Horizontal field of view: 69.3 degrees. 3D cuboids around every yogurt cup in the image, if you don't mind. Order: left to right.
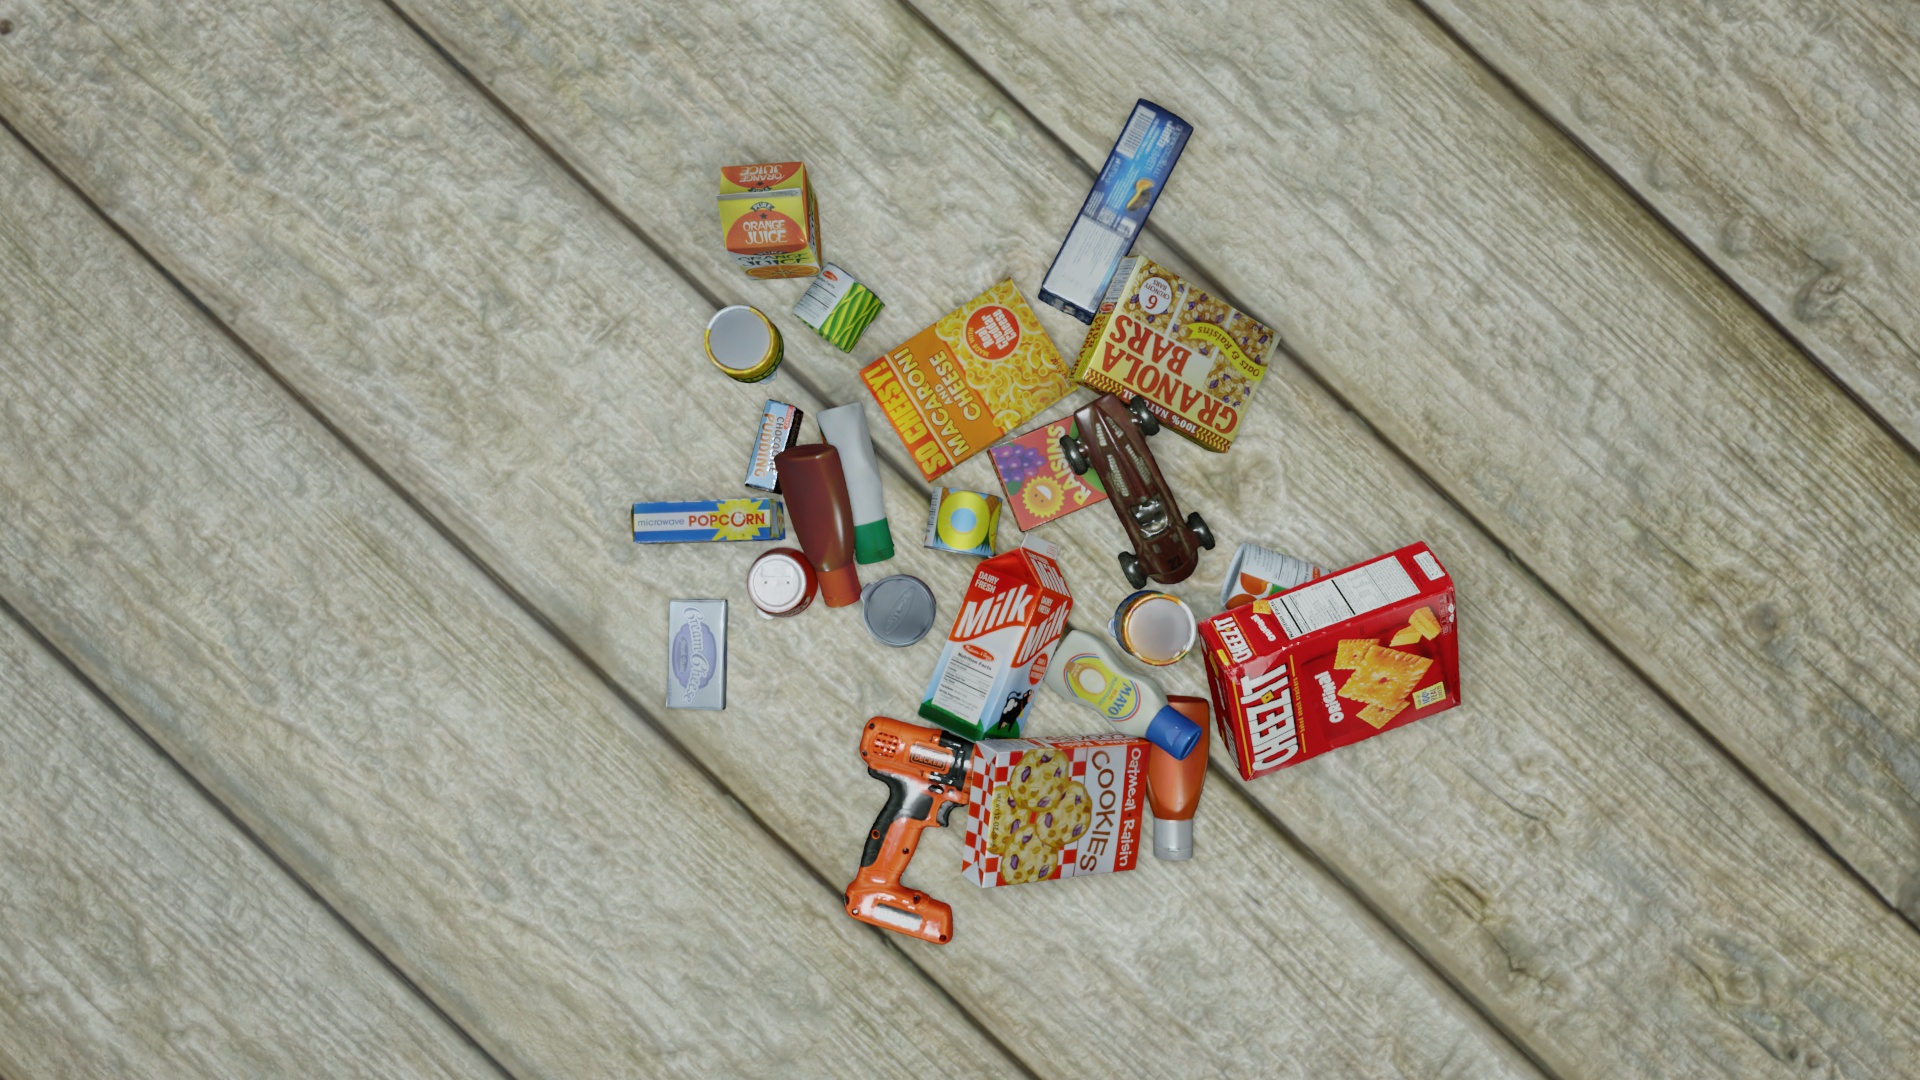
[{"bbox_3d":[-0.167,0.039,1.286,0.072,0.054,0.072,0,88,0],"label":"yogurt cup"}]

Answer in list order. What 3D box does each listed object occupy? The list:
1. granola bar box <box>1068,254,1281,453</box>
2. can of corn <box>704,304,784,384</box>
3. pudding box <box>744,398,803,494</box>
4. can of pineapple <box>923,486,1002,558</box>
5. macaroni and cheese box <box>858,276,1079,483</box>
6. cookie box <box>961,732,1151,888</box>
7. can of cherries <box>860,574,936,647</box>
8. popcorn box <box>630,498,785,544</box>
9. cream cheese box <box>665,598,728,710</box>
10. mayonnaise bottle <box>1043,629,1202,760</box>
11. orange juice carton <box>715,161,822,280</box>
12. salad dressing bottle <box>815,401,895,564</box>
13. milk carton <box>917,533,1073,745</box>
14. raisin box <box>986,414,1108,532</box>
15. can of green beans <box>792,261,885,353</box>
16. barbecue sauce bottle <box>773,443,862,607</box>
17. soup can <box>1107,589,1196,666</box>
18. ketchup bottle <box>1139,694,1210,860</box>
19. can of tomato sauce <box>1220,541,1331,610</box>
[{"bbox_3d":[0.196,-0.169,1.269,0.165,0.039,0.124,24,90,-22],"label":"granola bar box"},{"bbox_3d":[-0.199,-0.180,1.289,0.071,0.058,0.071,0,89,1],"label":"can of corn"},{"bbox_3d":[-0.173,-0.086,1.291,0.030,0.049,0.083,15,88,2],"label":"pudding box"},{"bbox_3d":[0.005,-0.016,1.281,0.071,0.071,0.058,9,89,0],"label":"can of pineapple"},{"bbox_3d":[0.008,-0.148,1.297,0.166,0.040,0.123,-32,89,-1],"label":"macaroni and cheese box"},{"bbox_3d":[0.088,0.239,1.243,0.168,0.040,0.122,2,98,-30],"label":"cookie box"},{"bbox_3d":[-0.057,0.062,1.284,0.071,0.058,0.071,0,90,1],"label":"can of cherries"},{"bbox_3d":[-0.229,-0.017,1.272,0.127,0.085,0.038,-2,88,0],"label":"popcorn box"},{"bbox_3d":[-0.246,0.106,1.299,0.053,0.024,0.103,1,89,0],"label":"cream cheese box"},{"bbox_3d":[0.149,0.143,1.262,0.148,0.041,0.064,34,99,25],"label":"mayonnaise bottle"},{"bbox_3d":[-0.166,-0.283,1.224,0.072,0.192,0.073,-3,90,-1],"label":"orange juice carton"},{"bbox_3d":[-0.095,-0.052,1.287,0.044,0.064,0.147,-14,96,0],"label":"salad dressing bottle"},{"bbox_3d":[0.040,0.087,1.264,0.073,0.072,0.190,21,89,31],"label":"milk carton"},{"bbox_3d":[0.097,-0.069,1.296,0.123,0.040,0.086,-22,90,-2],"label":"raisin box"},{"bbox_3d":[-0.113,-0.215,1.286,0.071,0.071,0.058,36,90,1],"label":"can of green beans"},{"bbox_3d":[-0.124,-0.013,1.264,0.065,0.044,0.148,3,114,40],"label":"barbecue sauce bottle"},{"bbox_3d":[0.174,0.080,1.270,0.071,0.084,0.071,0,89,1],"label":"soup can"},{"bbox_3d":[0.198,0.219,1.286,0.065,0.043,0.148,1,89,6],"label":"ketchup bottle"},{"bbox_3d":[0.289,0.046,1.280,0.083,0.071,0.071,19,89,1],"label":"can of tomato sauce"}]
